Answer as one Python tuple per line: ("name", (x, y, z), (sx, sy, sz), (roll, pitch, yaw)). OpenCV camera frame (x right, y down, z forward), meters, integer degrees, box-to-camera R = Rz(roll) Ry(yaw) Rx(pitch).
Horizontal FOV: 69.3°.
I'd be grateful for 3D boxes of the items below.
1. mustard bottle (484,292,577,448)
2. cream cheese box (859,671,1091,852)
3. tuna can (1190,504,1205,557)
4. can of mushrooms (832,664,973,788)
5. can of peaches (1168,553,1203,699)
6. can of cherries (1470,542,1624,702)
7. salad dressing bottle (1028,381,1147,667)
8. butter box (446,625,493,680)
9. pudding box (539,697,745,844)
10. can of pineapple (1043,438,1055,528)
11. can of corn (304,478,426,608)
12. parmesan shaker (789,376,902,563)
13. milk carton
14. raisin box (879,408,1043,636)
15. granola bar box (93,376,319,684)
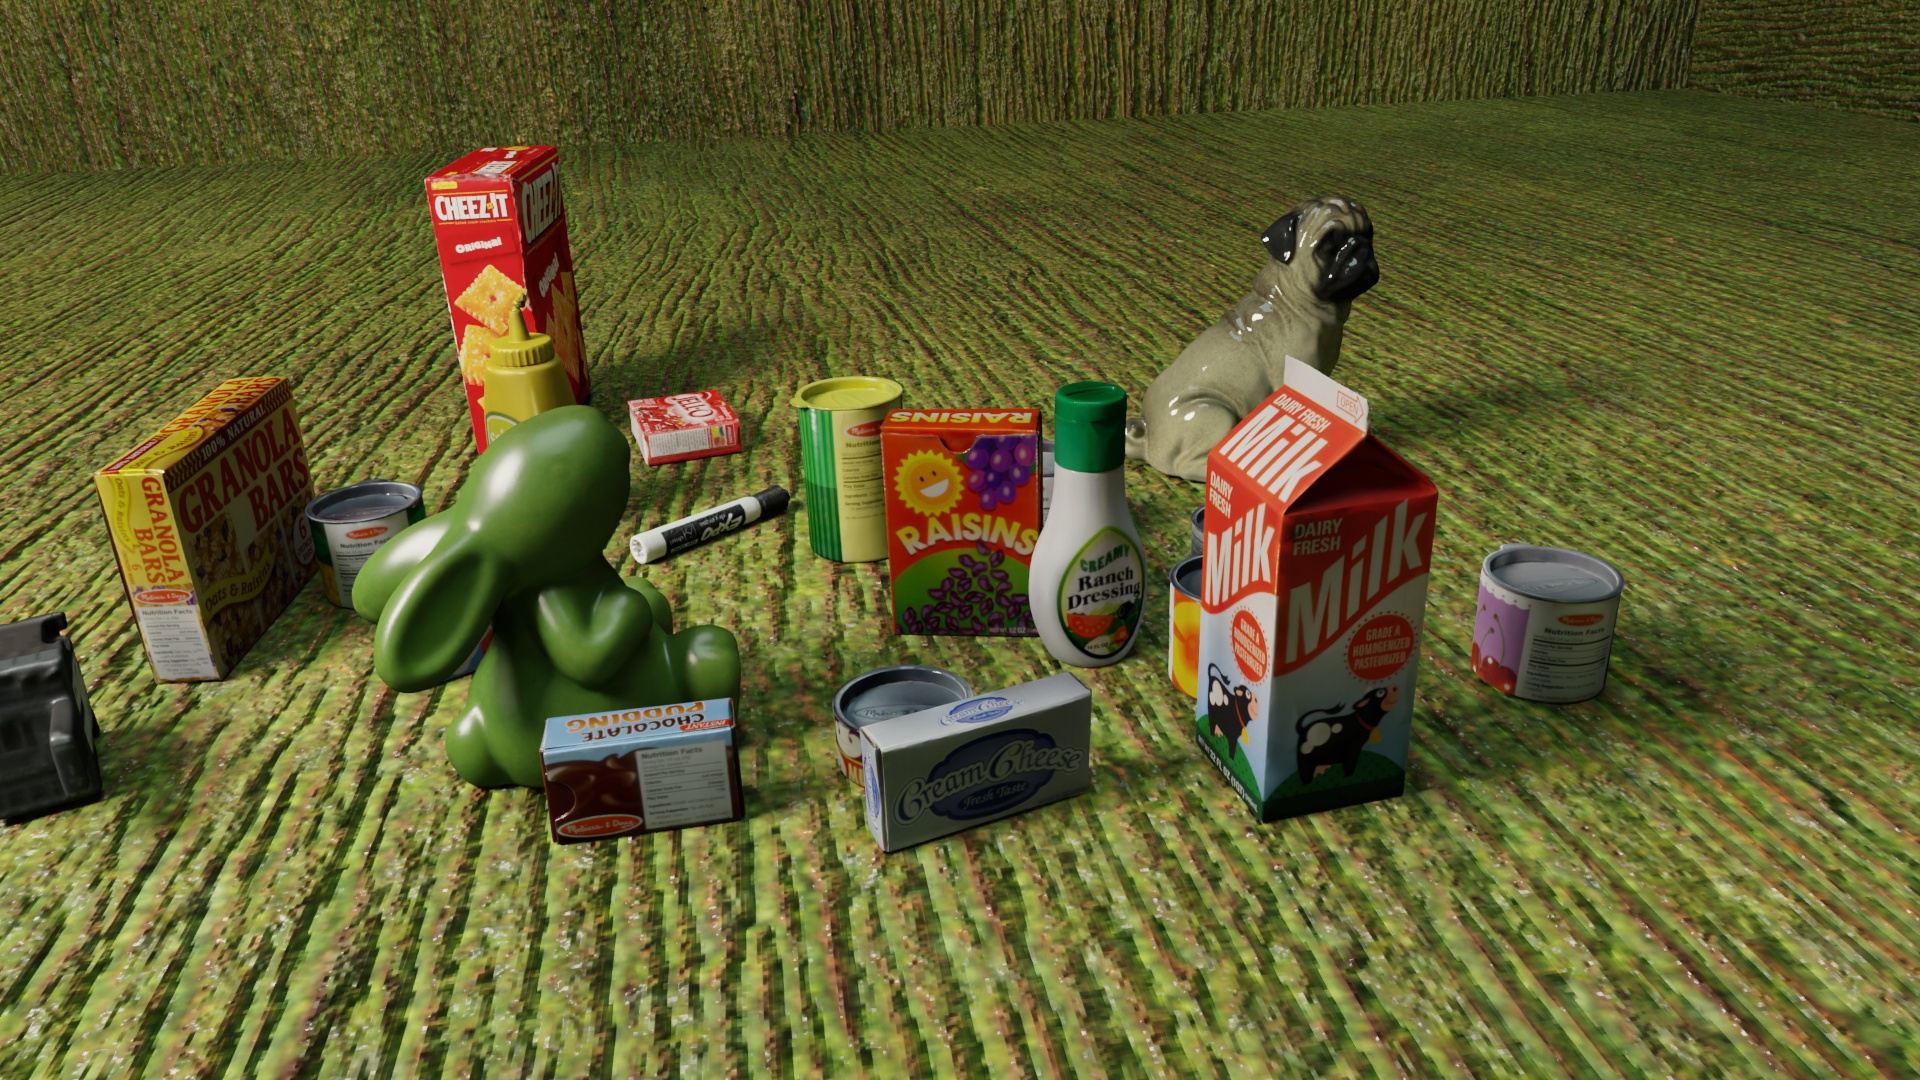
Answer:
("mustard bottle", (-0.282, -0.083, 0.909), (0.065, 0.159, 0.049), (13, 27, 31))
("cream cheese box", (0.009, 0.096, 0.609), (0.104, 0.053, 0.024), (-12, 25, -22))
("tuna can", (0.174, 0.001, 0.840), (0.071, 0.032, 0.071), (-2, 24, 1))
("can of mushrooms", (-0.027, 0.089, 0.653), (0.071, 0.033, 0.071), (-2, 24, 1))
("can of peaches", (0.142, 0.045, 0.711), (0.071, 0.057, 0.071), (-2, 23, 1))
("can of cherries", (0.297, 0.041, 0.708), (0.071, 0.058, 0.072), (-2, 23, 1))
("salad dressing bottle", (0.067, -0.008, 0.726), (0.064, 0.147, 0.044), (-11, 25, -21))
("butter box", (-0.253, 0.038, 0.763), (0.104, 0.053, 0.024), (-20, 29, -35))
("pudding box", (-0.140, 0.101, 0.614), (0.084, 0.049, 0.030), (-6, 24, -10))
("can of pineapple", (0.049, -0.027, 0.883), (0.071, 0.057, 0.071), (-2, 23, 1))
("can of corn", (-0.358, 0.001, 0.849), (0.071, 0.058, 0.071), (-2, 23, 1))
("parmesan shaker", (-0.069, -0.045, 0.876), (0.071, 0.102, 0.071), (-2, 23, 1))
("milk carton", (0.152, 0.019, 0.604), (0.073, 0.189, 0.072), (-8, 24, -14))
("raisin box", (0.003, -0.010, 0.765), (0.086, 0.122, 0.040), (1, 23, 7))
("granola bar box", (-0.425, -0.011, 0.801), (0.039, 0.123, 0.166), (-3, 23, -2))
